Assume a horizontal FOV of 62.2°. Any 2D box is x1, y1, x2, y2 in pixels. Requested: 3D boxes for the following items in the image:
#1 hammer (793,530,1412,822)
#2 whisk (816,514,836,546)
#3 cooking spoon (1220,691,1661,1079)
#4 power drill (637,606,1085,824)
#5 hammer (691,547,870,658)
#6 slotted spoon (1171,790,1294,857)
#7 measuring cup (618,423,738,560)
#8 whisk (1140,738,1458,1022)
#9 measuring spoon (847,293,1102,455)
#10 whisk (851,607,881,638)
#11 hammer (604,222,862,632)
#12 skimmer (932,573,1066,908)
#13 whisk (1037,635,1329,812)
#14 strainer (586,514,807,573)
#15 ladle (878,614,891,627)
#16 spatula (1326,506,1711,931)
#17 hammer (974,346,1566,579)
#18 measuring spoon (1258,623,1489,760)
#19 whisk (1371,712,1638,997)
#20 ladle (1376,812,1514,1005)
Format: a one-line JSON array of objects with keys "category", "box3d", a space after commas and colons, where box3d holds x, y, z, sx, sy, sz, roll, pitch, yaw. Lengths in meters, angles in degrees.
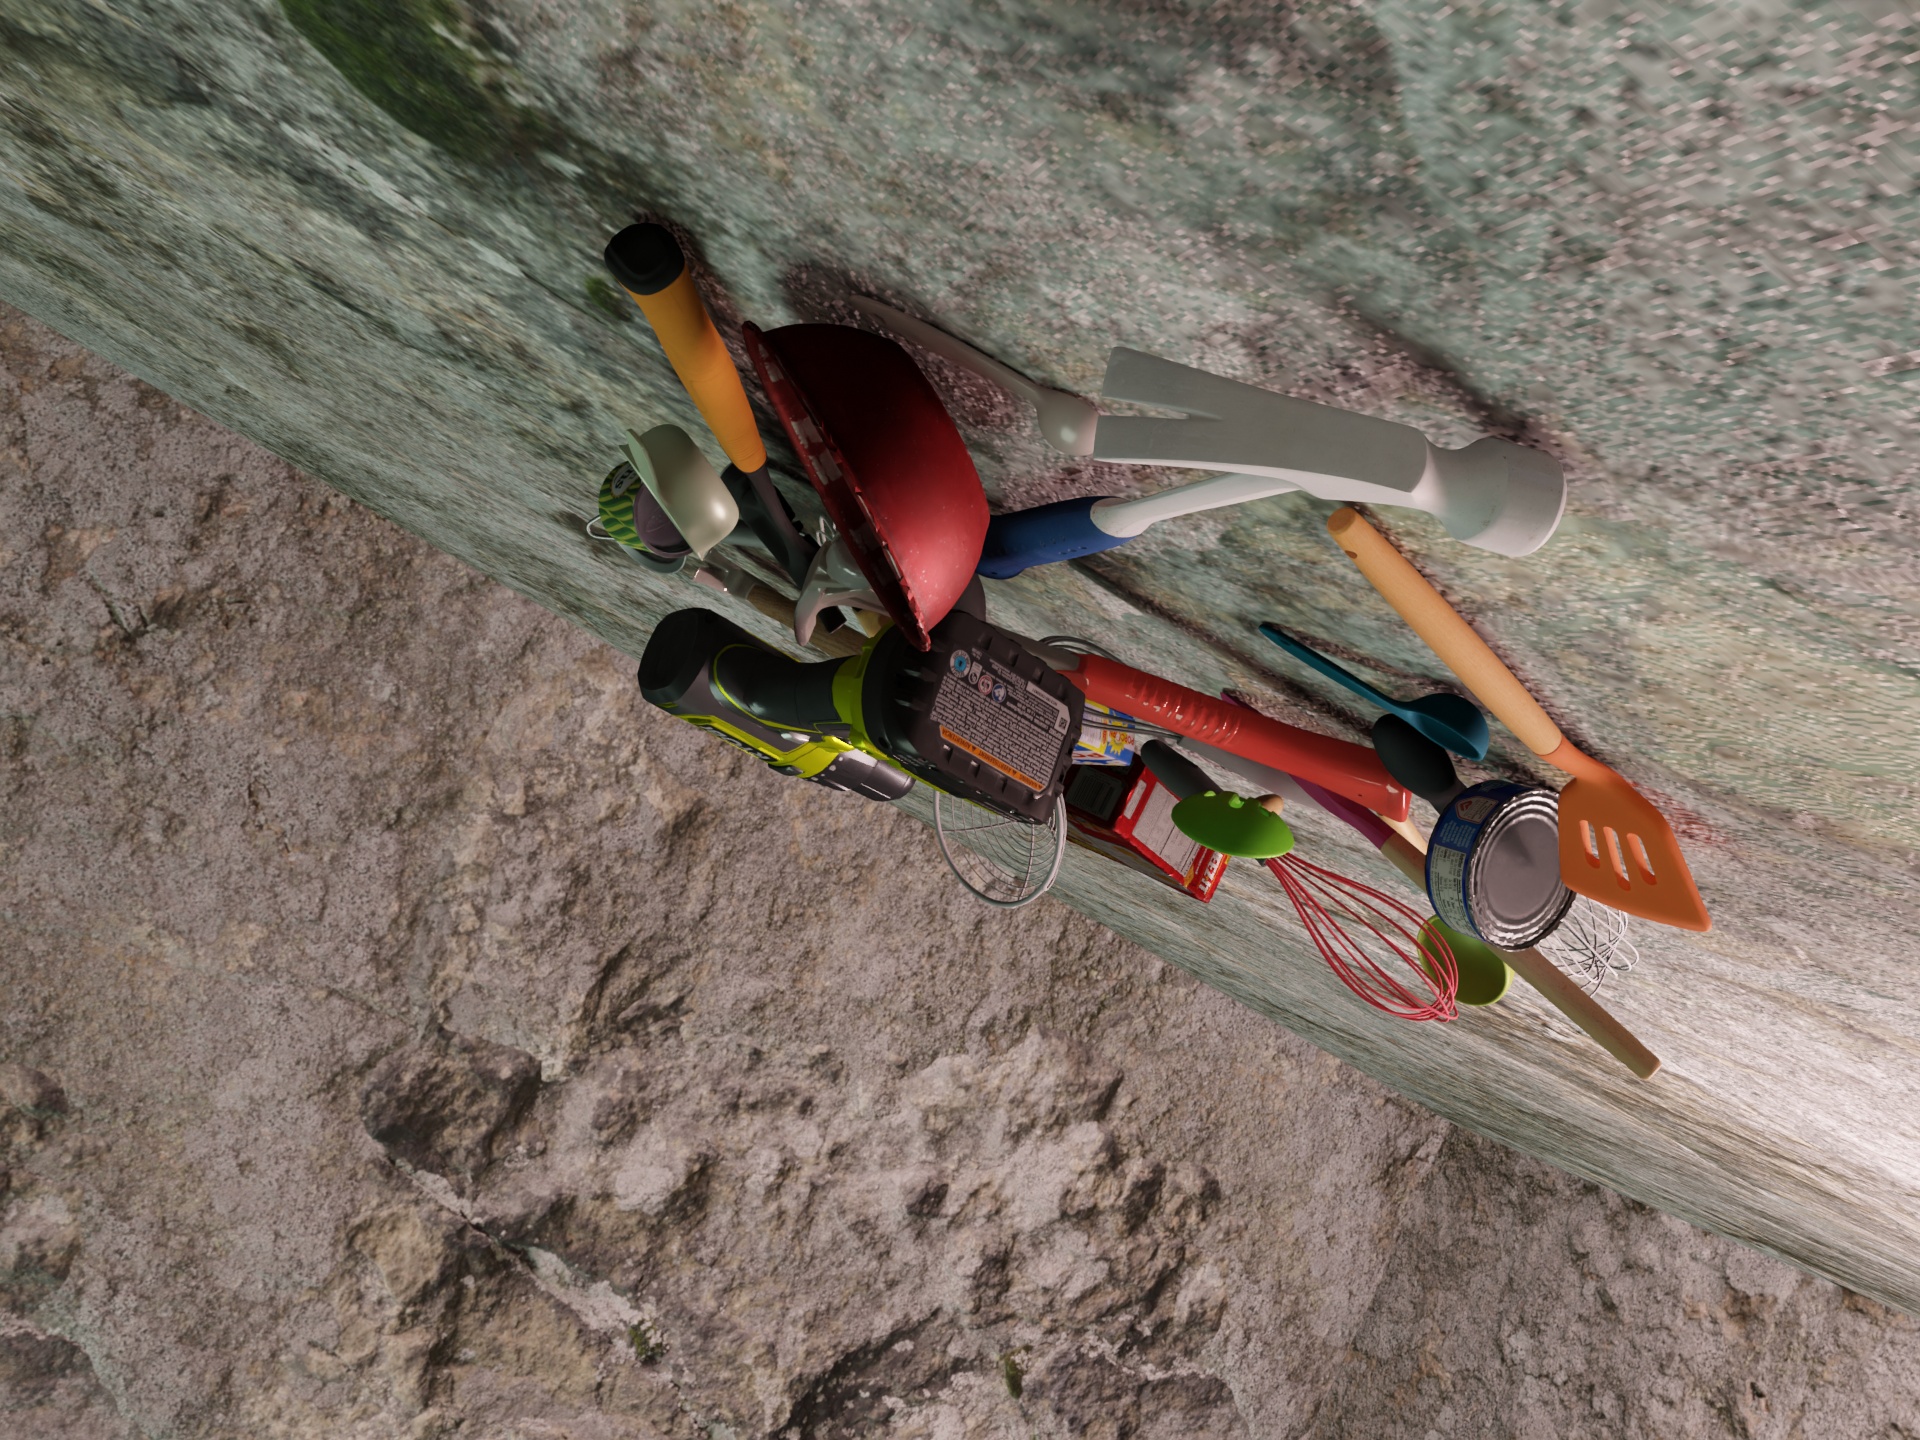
[{"category": "hammer", "box3d": [0.084, -0.016, 0.878, 0.359, 0.037, 0.149, 20, 164, -9]}, {"category": "whisk", "box3d": [-0.092, -0.106, 1.130, 0.059, 0.058, 0.246, 64, 172, -3]}, {"category": "cooking spoon", "box3d": [0.266, 0.086, 0.912, 0.319, 0.017, 0.068, 45, 179, 25]}, {"category": "power drill", "box3d": [-0.045, 0.002, 0.875, 0.190, 0.080, 0.229, 31, 162, -38]}, {"category": "hammer", "box3d": [-0.110, -0.071, 1.217, 0.130, 0.031, 0.332, 29, 180, -33]}, {"category": "slotted spoon", "box3d": [0.185, 0.058, 1.003, 0.070, 0.031, 0.313, 18, -176, 15]}, {"category": "measuring cup", "box3d": [-0.156, -0.141, 0.876, 0.083, 0.038, 0.167, 54, 173, 3]}, {"category": "whisk", "box3d": [0.238, 0.109, 1.138, 0.296, 0.073, 0.073, 43, 178, 24]}, {"category": "measuring spoon", "box3d": [0.005, -0.141, 0.659, 0.124, 0.018, 0.034, 28, 172, 0]}, {"category": "whisk", "box3d": [-0.055, -0.051, 1.330, 0.051, 0.047, 0.244, 27, 169, 16]}, {"category": "hammer", "box3d": [-0.118, -0.152, 0.847, 0.127, 0.034, 0.336, 51, 174, 16]}, {"category": "skimmer", "box3d": [-0.002, -0.003, 1.007, 0.127, 0.090, 0.362, 44, 166, 33]}, {"category": "whisk", "box3d": [0.146, 0.006, 1.019, 0.239, 0.055, 0.055, 24, 172, -3]}, {"category": "strainer", "box3d": [-0.196, -0.147, 1.212, 0.259, 0.050, 0.086, 13, 134, 43]}, {"category": "ladle", "box3d": [0.000, -0.040, 1.112, 0.069, 0.031, 0.315, 11, 176, 18]}, {"category": "spatula", "box3d": [0.244, 0.006, 0.701, 0.322, 0.041, 0.081, 36, 170, -37]}, {"category": "hammer", "box3d": [0.064, -0.087, 0.658, 0.144, 0.035, 0.405, 12, 179, -15]}, {"category": "measuring spoon", "box3d": [0.203, -0.022, 0.775, 0.129, 0.021, 0.042, 34, 176, 28]}, {"category": "whisk", "box3d": [0.305, 0.078, 0.893, 0.284, 0.070, 0.070, 40, 167, -34]}, {"category": "ladle", "box3d": [0.327, 0.125, 1.110, 0.078, 0.062, 0.319, 29, 171, 38]}]
